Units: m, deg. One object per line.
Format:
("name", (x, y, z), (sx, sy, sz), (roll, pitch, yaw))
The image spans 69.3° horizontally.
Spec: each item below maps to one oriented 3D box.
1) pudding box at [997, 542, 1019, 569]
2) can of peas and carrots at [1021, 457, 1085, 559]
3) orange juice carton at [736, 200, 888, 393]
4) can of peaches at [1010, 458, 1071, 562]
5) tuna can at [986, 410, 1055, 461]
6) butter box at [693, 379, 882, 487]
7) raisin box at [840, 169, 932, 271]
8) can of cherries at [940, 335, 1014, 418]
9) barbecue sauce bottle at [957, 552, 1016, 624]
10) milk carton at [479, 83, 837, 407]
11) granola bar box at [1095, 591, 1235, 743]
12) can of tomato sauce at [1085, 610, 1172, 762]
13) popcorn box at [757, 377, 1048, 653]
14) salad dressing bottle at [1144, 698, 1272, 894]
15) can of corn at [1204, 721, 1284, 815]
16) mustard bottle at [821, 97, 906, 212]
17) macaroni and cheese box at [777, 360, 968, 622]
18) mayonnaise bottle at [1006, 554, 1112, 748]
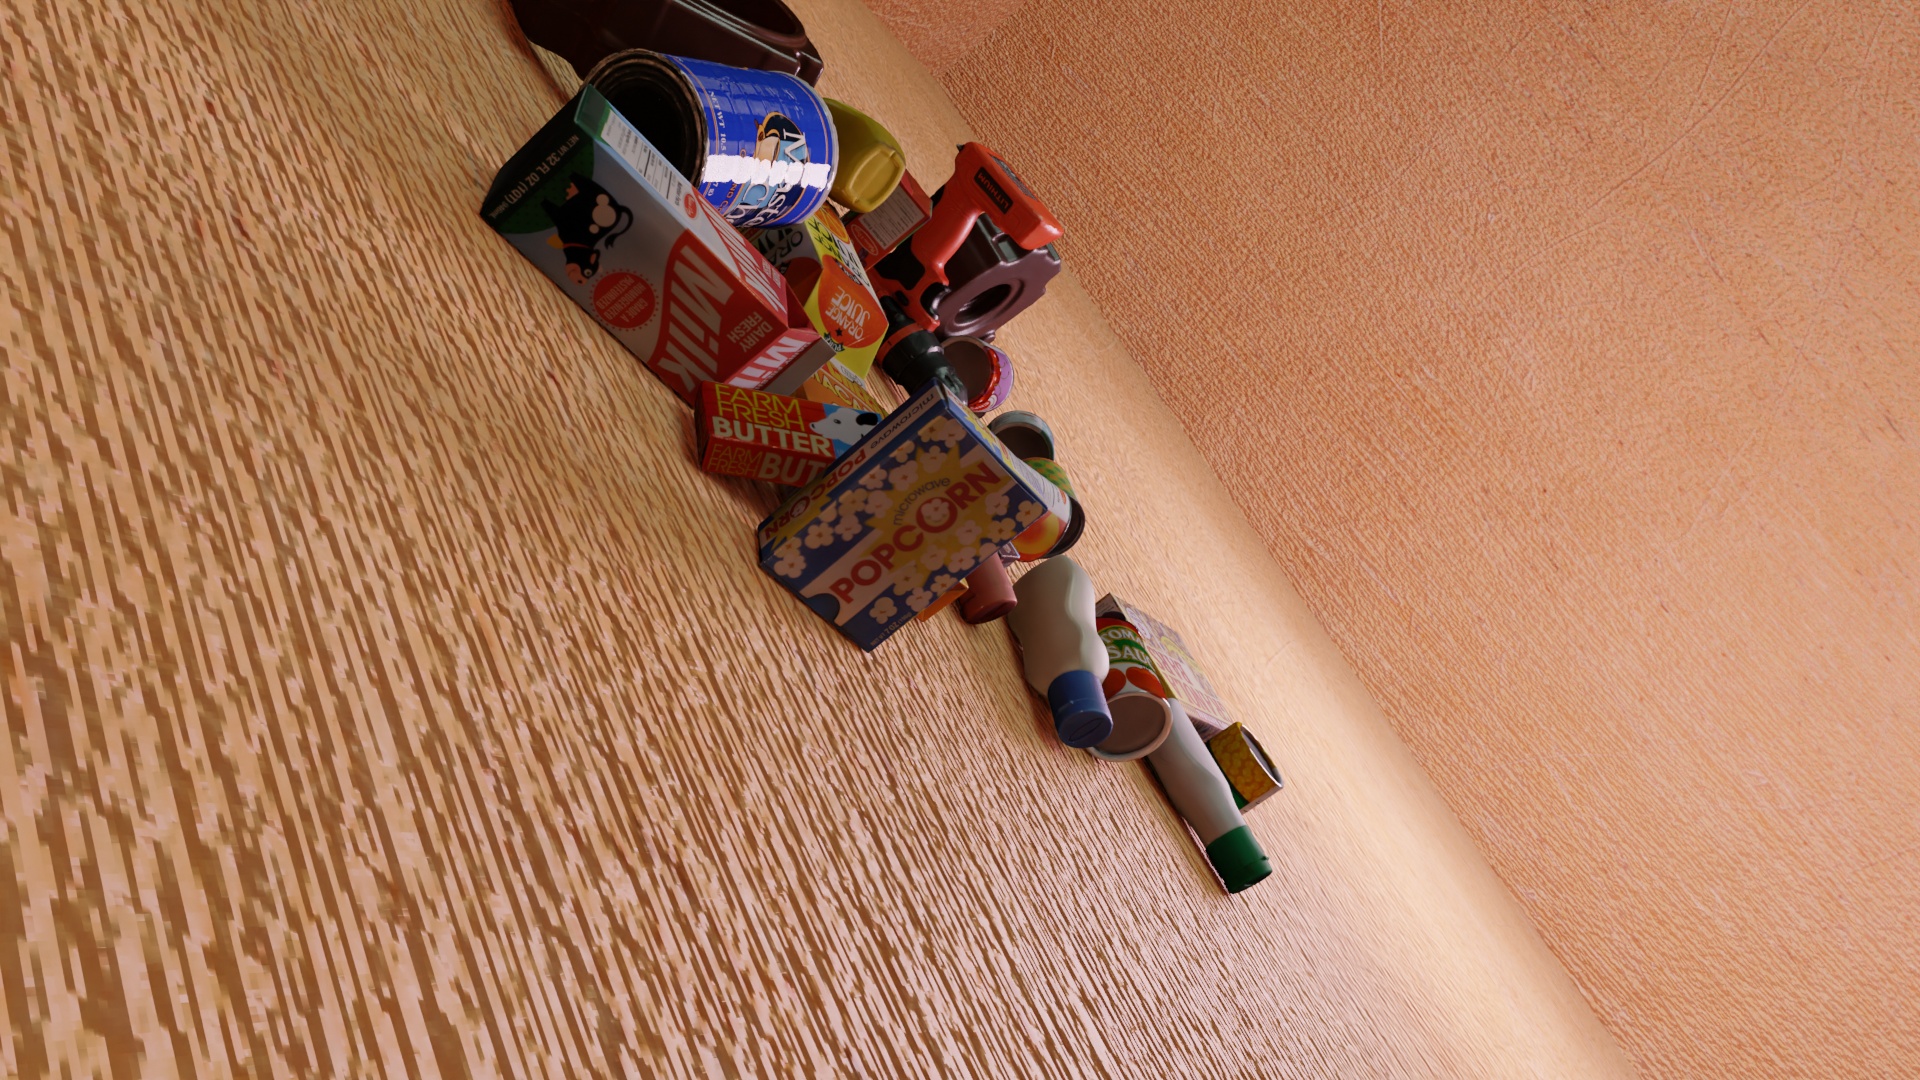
("pudding box", (0.004, -0.013, 1.006), (0.084, 0.030, 0.050), (56, 14, 13))
("can of peas and carrots", (0.063, -0.028, 1.155), (0.071, 0.071, 0.059), (44, 16, -31))
("orange juice carton", (-0.111, -0.178, 0.960), (0.071, 0.073, 0.193), (38, 21, -45))
("can of peaches", (0.041, -0.023, 1.072), (0.058, 0.071, 0.071), (34, 22, -36))
("tuna can", (0.051, -0.077, 1.235), (0.071, 0.071, 0.033), (48, 16, -15))
("butter box", (-0.089, -0.053, 0.740), (0.103, 0.024, 0.053), (9, 37, -24))
("raisin box", (-0.081, -0.233, 1.080), (0.040, 0.123, 0.086), (48, 15, -18))
("can of cherries", (0.010, -0.150, 1.279), (0.071, 0.071, 0.058), (56, 15, 12))
("barbecue sauce bottle", (-0.006, -0.017, 0.934), (0.044, 0.064, 0.149), (-4, 62, -42))
("milk carton", (-0.156, -0.142, 0.748), (0.190, 0.072, 0.074), (43, 17, -28))
("granola bar box", (0.174, 0.121, 1.193), (0.165, 0.039, 0.124), (29, 27, -57))
("can of tomato sauce", (0.107, 0.102, 0.973), (0.071, 0.071, 0.083), (43, 18, -32))
("popcorn box", (-0.030, -0.012, 0.714), (0.085, 0.126, 0.038), (43, 14, -33))
("salad dressing bottle", (0.180, 0.191, 1.041), (0.148, 0.044, 0.064), (61, 15, 26))
("can of corn", (0.221, 0.188, 1.138), (0.071, 0.058, 0.071), (48, 15, -17))
("mustard bottle", (-0.097, -0.303, 1.054), (0.048, 0.065, 0.161), (33, 12, -42))
("macaroni and cheese box", (-0.067, -0.044, 0.846), (0.123, 0.040, 0.167), (38, 20, -44))
("mayonnaise bottle", (0.070, 0.076, 0.945), (0.041, 0.064, 0.149), (39, 23, -33))
